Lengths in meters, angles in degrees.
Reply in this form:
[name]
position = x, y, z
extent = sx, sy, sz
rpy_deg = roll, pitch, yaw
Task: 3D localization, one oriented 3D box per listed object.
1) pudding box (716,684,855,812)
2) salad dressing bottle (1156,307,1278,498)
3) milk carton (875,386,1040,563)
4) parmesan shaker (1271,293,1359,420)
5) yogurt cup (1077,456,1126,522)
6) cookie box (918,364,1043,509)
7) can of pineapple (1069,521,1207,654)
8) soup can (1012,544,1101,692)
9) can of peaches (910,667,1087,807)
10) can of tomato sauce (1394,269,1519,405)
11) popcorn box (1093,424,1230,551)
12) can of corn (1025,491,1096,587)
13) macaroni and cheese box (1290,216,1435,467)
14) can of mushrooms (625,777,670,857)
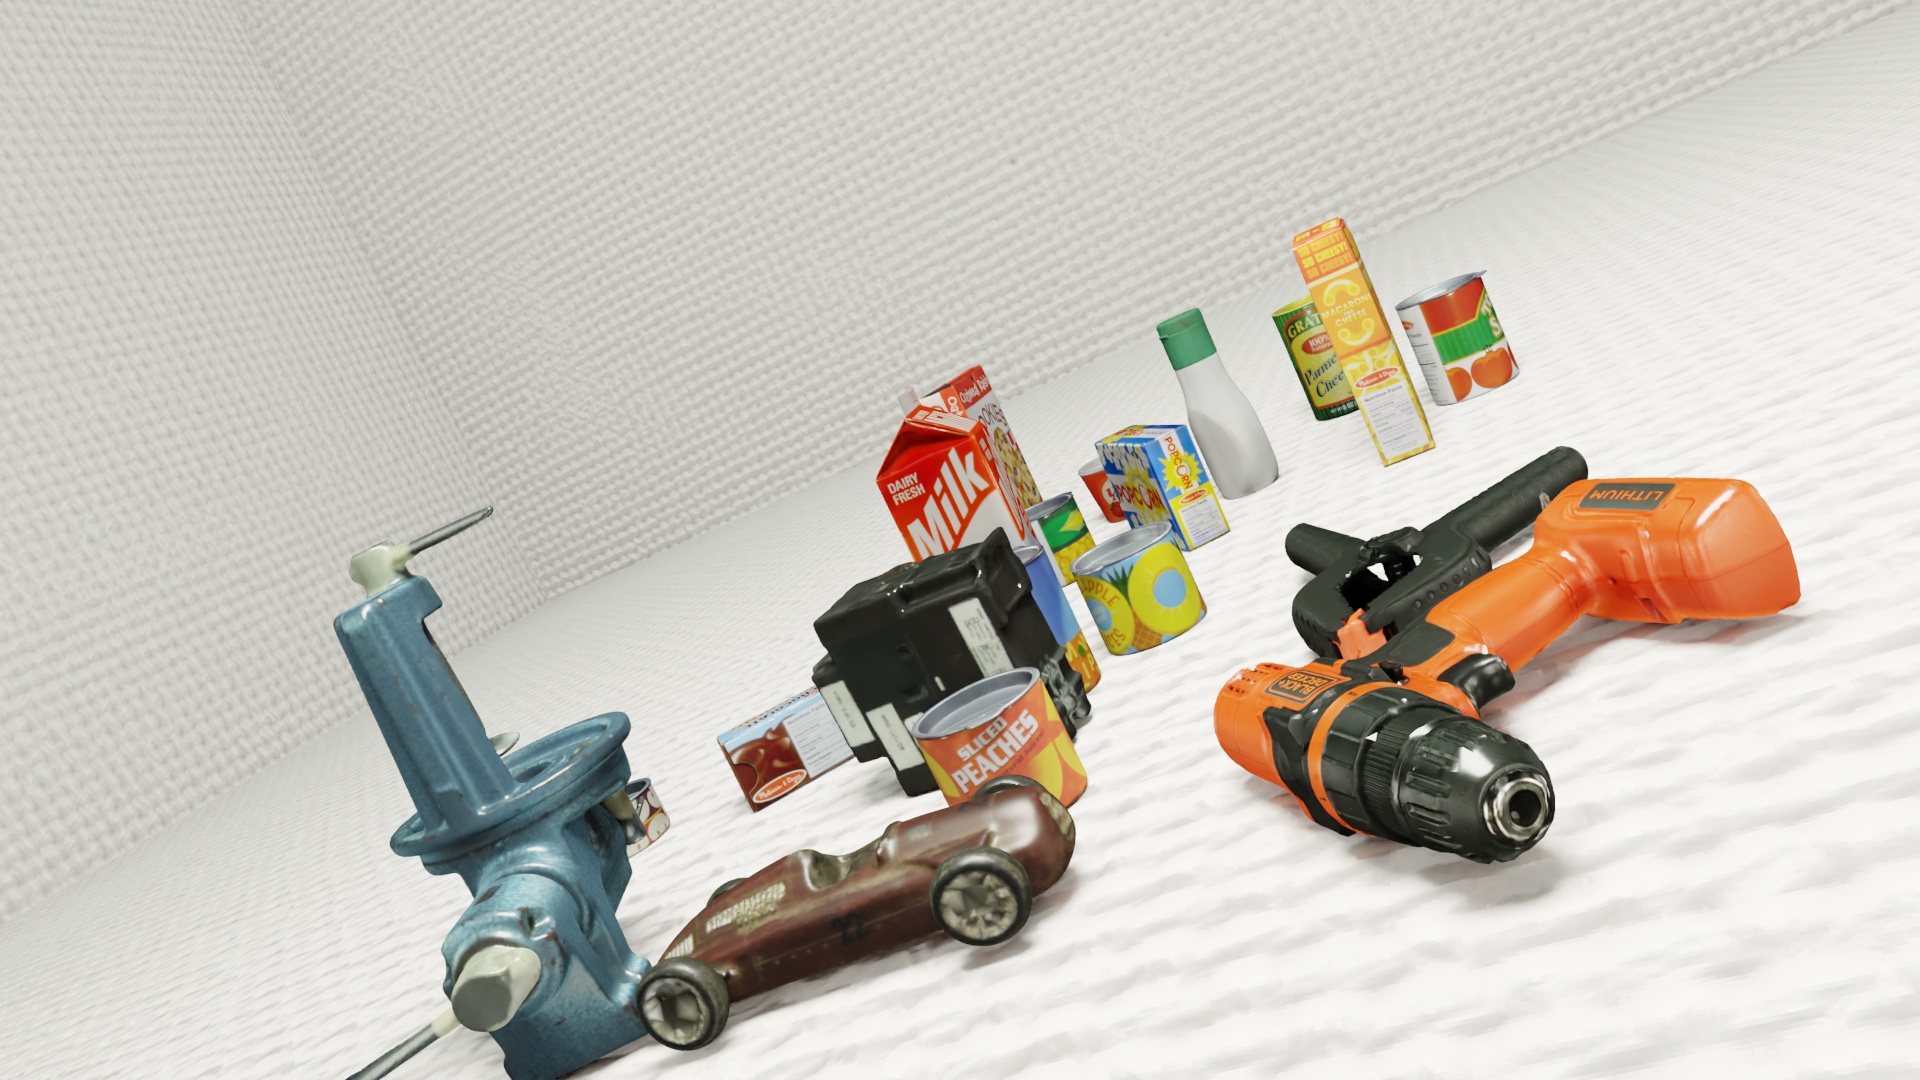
[pudding box]
position = -0.105, 0.126, 0.869
extent = 0.084, 0.049, 0.030
rpy_deg = -28, 9, -16
[salad dressing bottle]
position = 0.198, -0.107, 1.079
extent = 0.044, 0.147, 0.064
rpy_deg = -28, 9, -18
[milk carton]
position = 0.003, -0.011, 0.917
extent = 0.073, 0.190, 0.072
rpy_deg = -24, 8, 10
[parmesan shaker]
position = 0.325, -0.165, 1.213
extent = 0.071, 0.103, 0.071
rpy_deg = -25, 8, 4
[yogurt cup]
position = 0.143, -0.051, 1.209
extent = 0.072, 0.054, 0.072
rpy_deg = -25, 8, 4
[cookie box]
position = 0.026, -0.079, 1.333
extent = 0.040, 0.167, 0.123
rpy_deg = -23, 9, 18
[can of pineapple]
position = 0.105, 0.029, 0.829
extent = 0.071, 0.057, 0.071
rpy_deg = -25, 8, 4
[soup can]
position = 0.036, 0.052, 0.799
extent = 0.071, 0.083, 0.071
rpy_deg = -25, 8, 4
[can of peaches]
position = 0.019, 0.100, 0.648
extent = 0.071, 0.058, 0.071
rpy_deg = -25, 8, 4
[can of tomato sauce]
position = 0.381, -0.154, 1.060
extent = 0.071, 0.083, 0.071
rpy_deg = -25, 8, 4
[popcorn box]
position = 0.149, -0.042, 1.037
extent = 0.038, 0.085, 0.127
rpy_deg = -27, 9, -8
[can of corn]
position = 0.071, 0.002, 1.083
extent = 0.071, 0.058, 0.071
rpy_deg = -25, 8, 4
[macaroni and cheese box]
position = 0.289, -0.148, 1.000
extent = 0.040, 0.166, 0.124
rpy_deg = -23, 9, 19
[can of mushrooms]
position = -0.227, 0.187, 0.907
extent = 0.071, 0.033, 0.071
rpy_deg = -25, 9, 4
